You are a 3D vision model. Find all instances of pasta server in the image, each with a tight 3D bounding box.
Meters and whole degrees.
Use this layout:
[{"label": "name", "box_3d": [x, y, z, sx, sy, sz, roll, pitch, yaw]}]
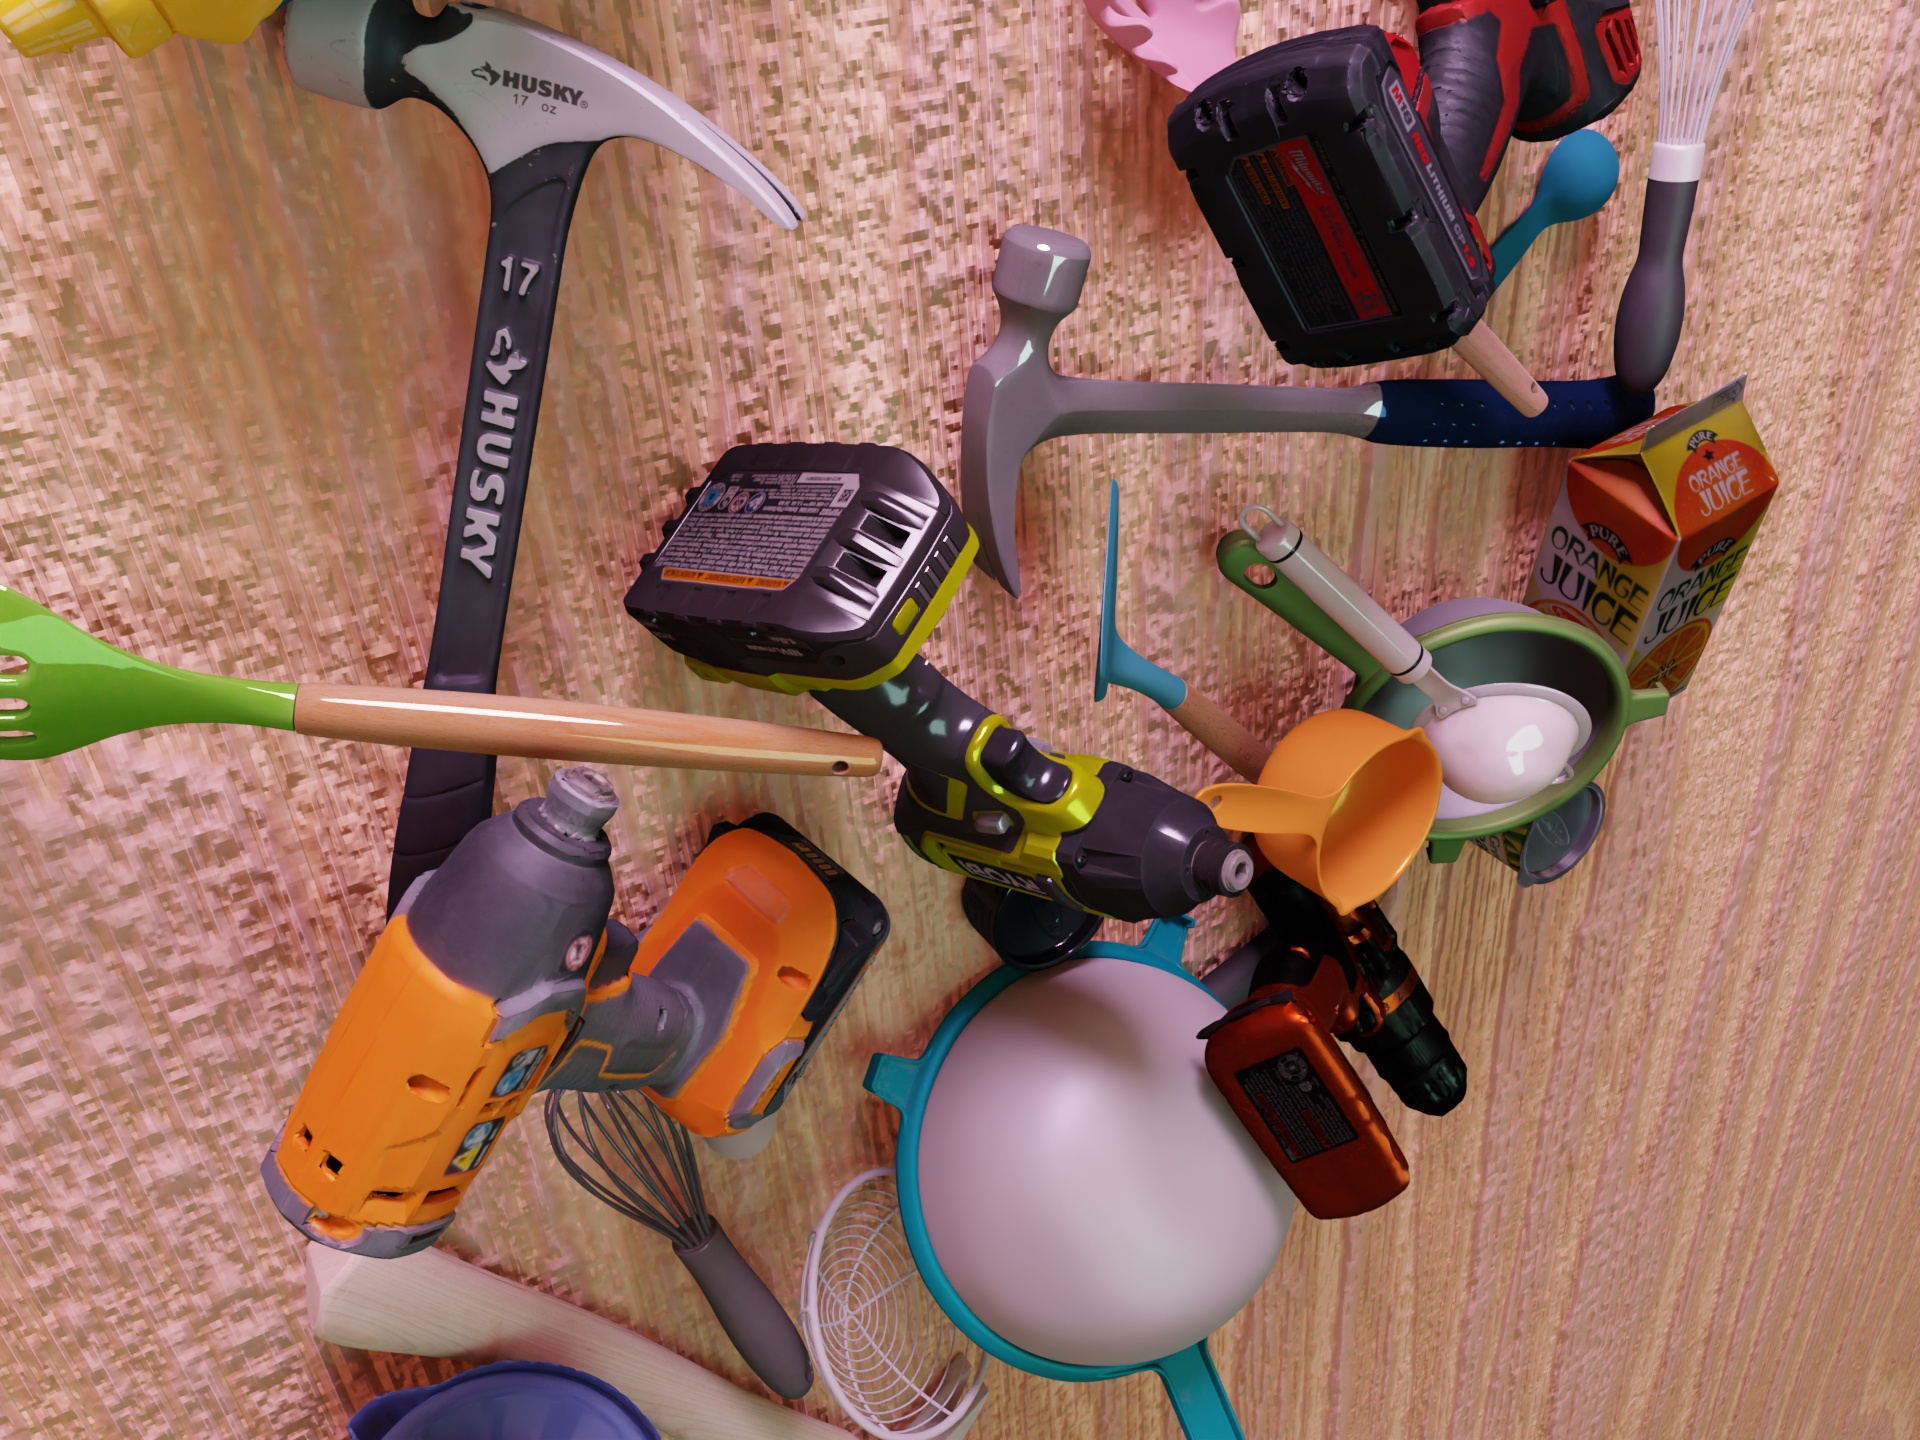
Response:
[{"label": "pasta server", "box_3d": [0.154, -0.213, 0.636, 0.316, 0.040, 0.060, 32, 73, -32]}]

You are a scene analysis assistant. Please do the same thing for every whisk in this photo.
[{"label": "whisk", "box_3d": [0.328, -0.285, 0.714, 0.070, 0.070, 0.284, -18, 122, -25]}, {"label": "whisk", "box_3d": [-0.118, 0.233, 0.710, 0.055, 0.055, 0.238, -33, 122, -14]}]

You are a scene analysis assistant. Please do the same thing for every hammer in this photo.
[{"label": "hammer", "box_3d": [-0.162, -0.017, 0.535, 0.149, 0.036, 0.408, 14, 116, -4]}, {"label": "hammer", "box_3d": [0.173, -0.135, 0.717, 0.405, 0.035, 0.144, -6, 124, -33]}, {"label": "hammer", "box_3d": [-0.138, 0.316, 0.769, 0.146, 0.038, 0.410, -47, 131, -5]}]

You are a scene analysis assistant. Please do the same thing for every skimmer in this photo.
[{"label": "skimmer", "box_3d": [0.072, 0.209, 0.813, 0.363, 0.090, 0.127, -36, 101, -14]}]

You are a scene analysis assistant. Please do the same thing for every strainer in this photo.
[{"label": "strainer", "box_3d": [0.212, -0.020, 0.738, 0.258, 0.050, 0.087, 37, 134, -27]}, {"label": "strainer", "box_3d": [0.107, 0.268, 0.750, 0.211, 0.095, 0.340, -22, 89, -25]}, {"label": "strainer", "box_3d": [0.217, -0.036, 0.796, 0.256, 0.069, 0.151, 31, 122, -26]}]

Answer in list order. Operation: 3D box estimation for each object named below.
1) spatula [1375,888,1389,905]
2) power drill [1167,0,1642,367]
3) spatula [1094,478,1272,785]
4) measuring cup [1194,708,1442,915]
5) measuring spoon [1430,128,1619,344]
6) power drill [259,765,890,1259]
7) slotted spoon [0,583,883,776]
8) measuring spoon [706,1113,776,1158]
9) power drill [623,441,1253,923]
[{"label": "spatula", "box_3d": [0.210, 0.145, 0.904, 0.081, 0.041, 0.322, 26, 98, -40]}, {"label": "power drill", "box_3d": [0.167, -0.261, 0.582, 0.227, 0.080, 0.187, -54, 124, -27]}, {"label": "spatula", "box_3d": [0.117, -0.003, 0.722, 0.317, 0.044, 0.082, 32, 57, -53]}, {"label": "measuring cup", "box_3d": [0.148, 0.034, 0.722, 0.173, 0.052, 0.095, 8, 106, -41]}, {"label": "measuring spoon", "box_3d": [0.265, -0.220, 0.744, 0.128, 0.021, 0.042, -50, 132, 2]}, {"label": "power drill", "box_3d": [-0.117, 0.088, 0.563, 0.164, 0.084, 0.226, -58, 158, 12]}, {"label": "slotted spoon", "box_3d": [-0.177, -0.003, 0.492, 0.313, 0.031, 0.070, 6, 129, -15]}, {"label": "measuring spoon", "box_3d": [-0.085, 0.149, 0.720, 0.034, 0.018, 0.124, 6, 111, -36]}, {"label": "power drill", "box_3d": [-0.001, -0.002, 0.593, 0.223, 0.171, 0.080, 44, 68, -37]}]
